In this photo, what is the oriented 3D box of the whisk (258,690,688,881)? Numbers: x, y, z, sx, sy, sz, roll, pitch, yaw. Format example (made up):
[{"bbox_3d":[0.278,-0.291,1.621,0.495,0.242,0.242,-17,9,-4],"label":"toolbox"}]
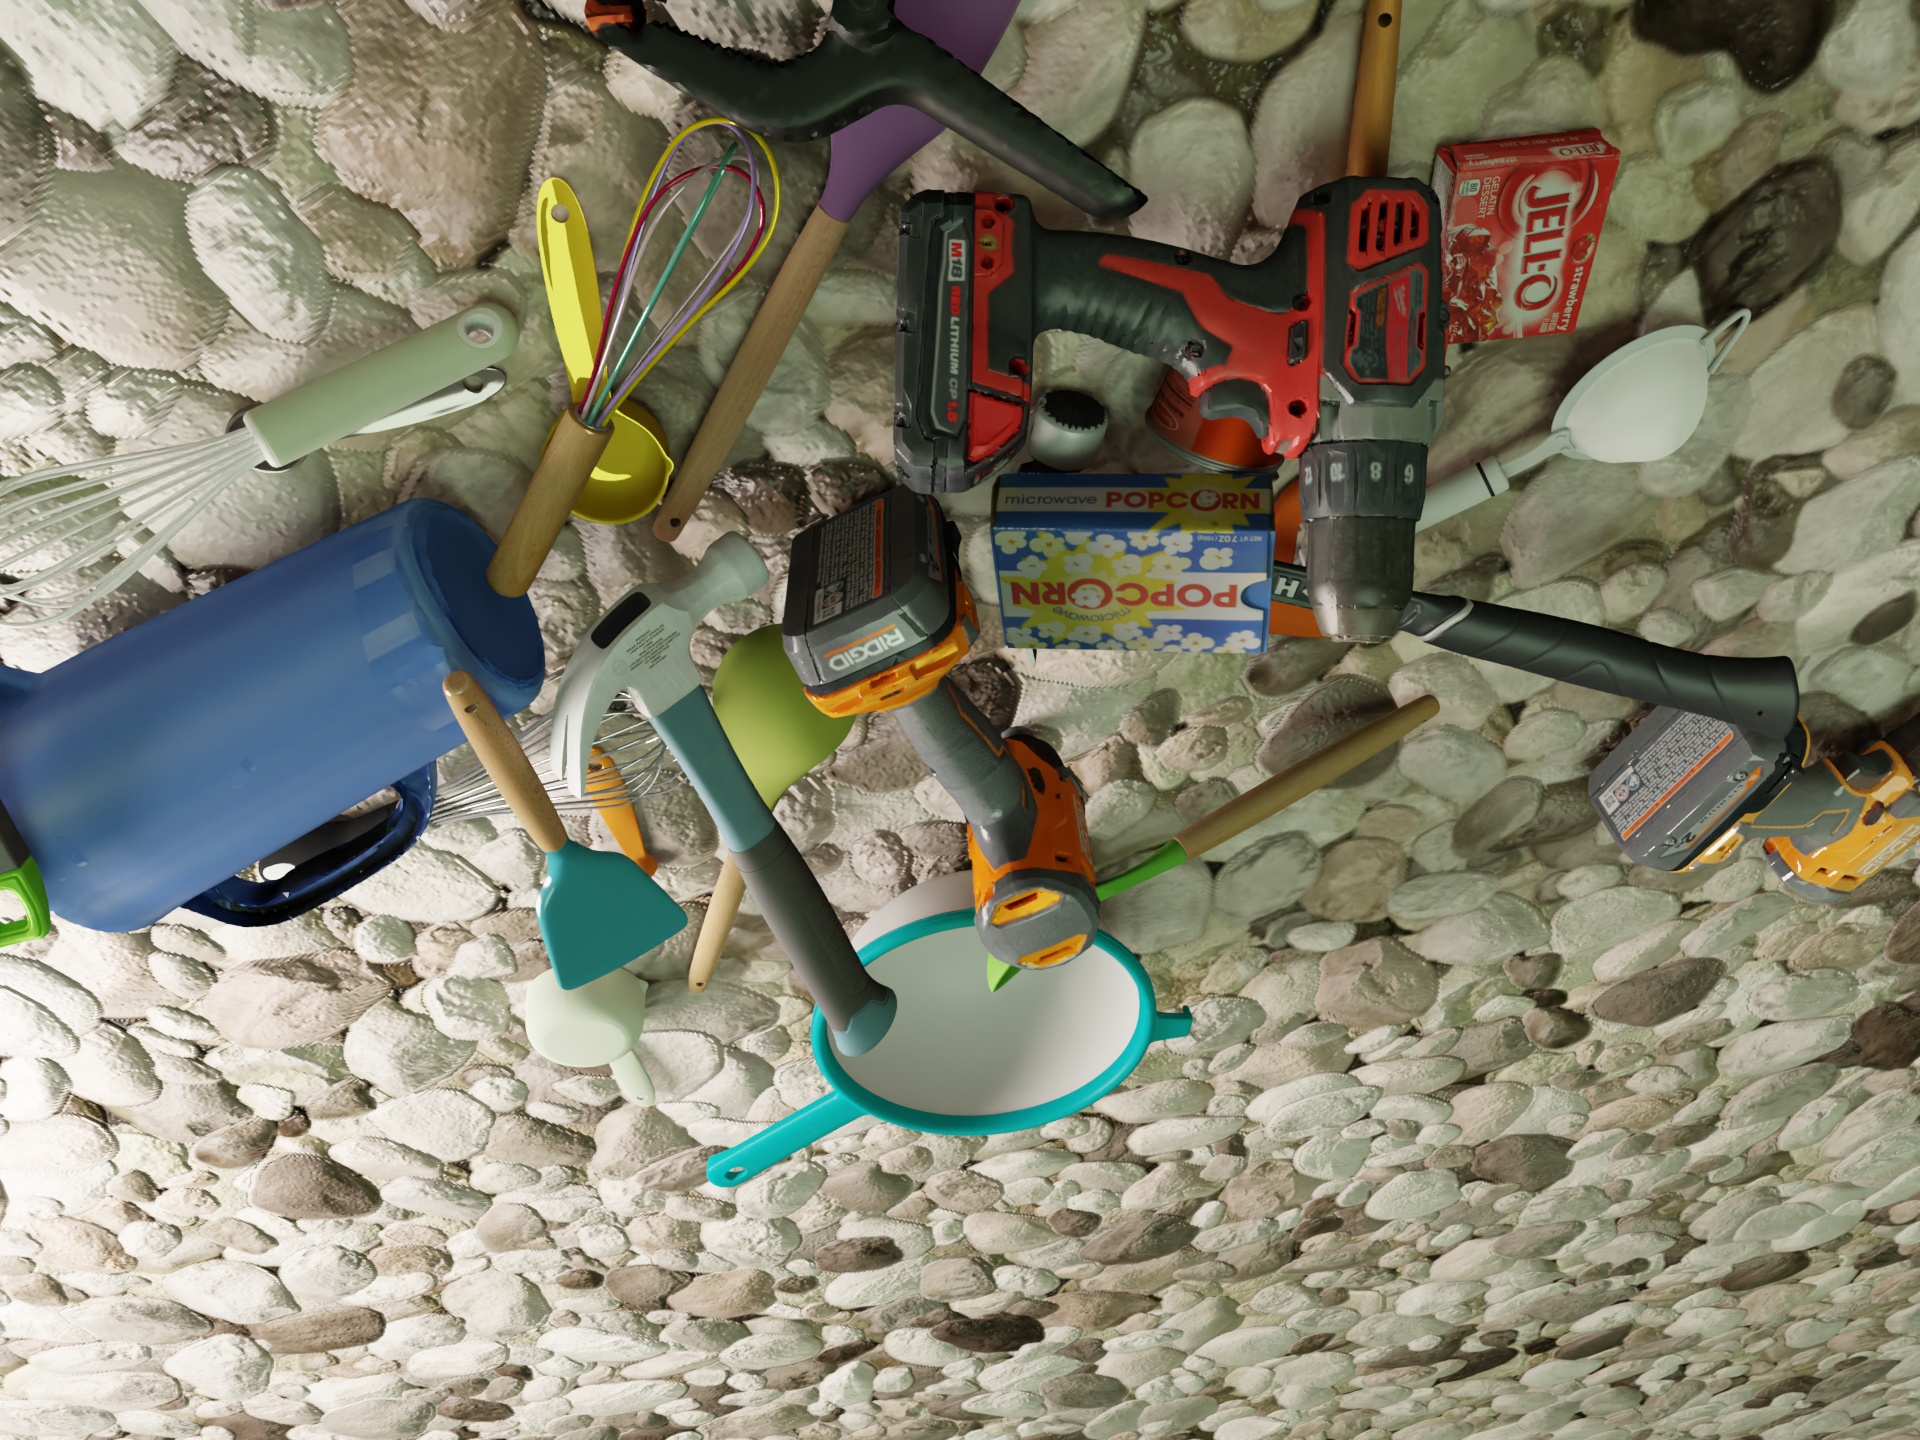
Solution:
[{"bbox_3d":[-0.264,0.039,0.856,0.284,0.070,0.070,-19,135,16],"label":"whisk"}]

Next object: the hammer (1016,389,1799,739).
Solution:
[{"bbox_3d":[0.219,-0.050,0.792,0.409,0.036,0.149,13,133,-2],"label":"hammer"}]

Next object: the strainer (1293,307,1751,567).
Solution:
[{"bbox_3d":[0.276,-0.124,0.799,0.258,0.050,0.086,-26,147,20],"label":"strainer"}]

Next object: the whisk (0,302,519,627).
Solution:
[{"bbox_3d":[-0.290,-0.109,0.643,0.246,0.058,0.059,-32,-178,-18],"label":"whisk"}]

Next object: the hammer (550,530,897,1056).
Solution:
[{"bbox_3d":[-0.100,0.065,0.808,0.128,0.033,0.330,-37,134,-16],"label":"hammer"}]

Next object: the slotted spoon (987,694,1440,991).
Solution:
[{"bbox_3d":[0.144,0.061,0.895,0.314,0.031,0.070,-28,162,-14],"label":"slotted spoon"}]

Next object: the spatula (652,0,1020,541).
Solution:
[{"bbox_3d":[-0.067,-0.196,0.676,0.059,0.018,0.315,18,128,-24],"label":"spatula"}]

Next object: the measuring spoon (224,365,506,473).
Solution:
[{"bbox_3d":[-0.262,-0.139,0.704,0.124,0.018,0.034,-16,136,-4],"label":"measuring spoon"}]

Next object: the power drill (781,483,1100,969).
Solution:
[{"bbox_3d":[-0.001,-0.003,0.804,0.084,0.164,0.226,-23,122,13],"label":"power drill"}]

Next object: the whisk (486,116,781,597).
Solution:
[{"bbox_3d":[-0.143,-0.141,0.666,0.047,0.051,0.245,21,125,-25],"label":"whisk"}]

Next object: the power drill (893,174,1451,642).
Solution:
[{"bbox_3d":[0.087,-0.128,0.654,0.226,0.080,0.188,1,92,-1],"label":"power drill"}]

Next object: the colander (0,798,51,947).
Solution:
[{"bbox_3d":[-0.455,-0.063,0.590,0.204,0.095,0.396,-13,115,1],"label":"colander"}]

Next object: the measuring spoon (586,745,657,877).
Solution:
[{"bbox_3d":[-0.197,0.056,0.912,0.021,0.011,0.116,-11,136,0],"label":"measuring spoon"}]

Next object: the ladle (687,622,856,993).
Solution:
[{"bbox_3d":[-0.126,0.065,0.923,0.078,0.062,0.320,5,141,-18],"label":"ladle"}]

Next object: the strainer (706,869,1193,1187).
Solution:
[{"bbox_3d":[-0.037,0.194,1.022,0.340,0.095,0.210,-34,125,23],"label":"strainer"}]

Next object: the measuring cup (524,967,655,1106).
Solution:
[{"bbox_3d":[-0.233,0.224,1.055,0.083,0.038,0.167,-12,134,2],"label":"measuring cup"}]

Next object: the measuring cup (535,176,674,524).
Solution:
[{"bbox_3d":[-0.162,-0.161,0.696,0.062,0.029,0.156,-4,124,-2],"label":"measuring cup"}]

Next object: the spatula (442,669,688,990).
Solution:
[{"bbox_3d":[-0.204,0.058,0.796,0.082,0.044,0.317,-28,158,-13],"label":"spatula"}]

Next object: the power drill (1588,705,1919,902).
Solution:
[{"bbox_3d":[0.526,0.028,0.972,0.226,0.084,0.185,10,132,-26],"label":"power drill"}]

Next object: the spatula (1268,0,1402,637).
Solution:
[{"bbox_3d":[0.179,-0.171,0.730,0.081,0.041,0.322,2,135,9],"label":"spatula"}]
